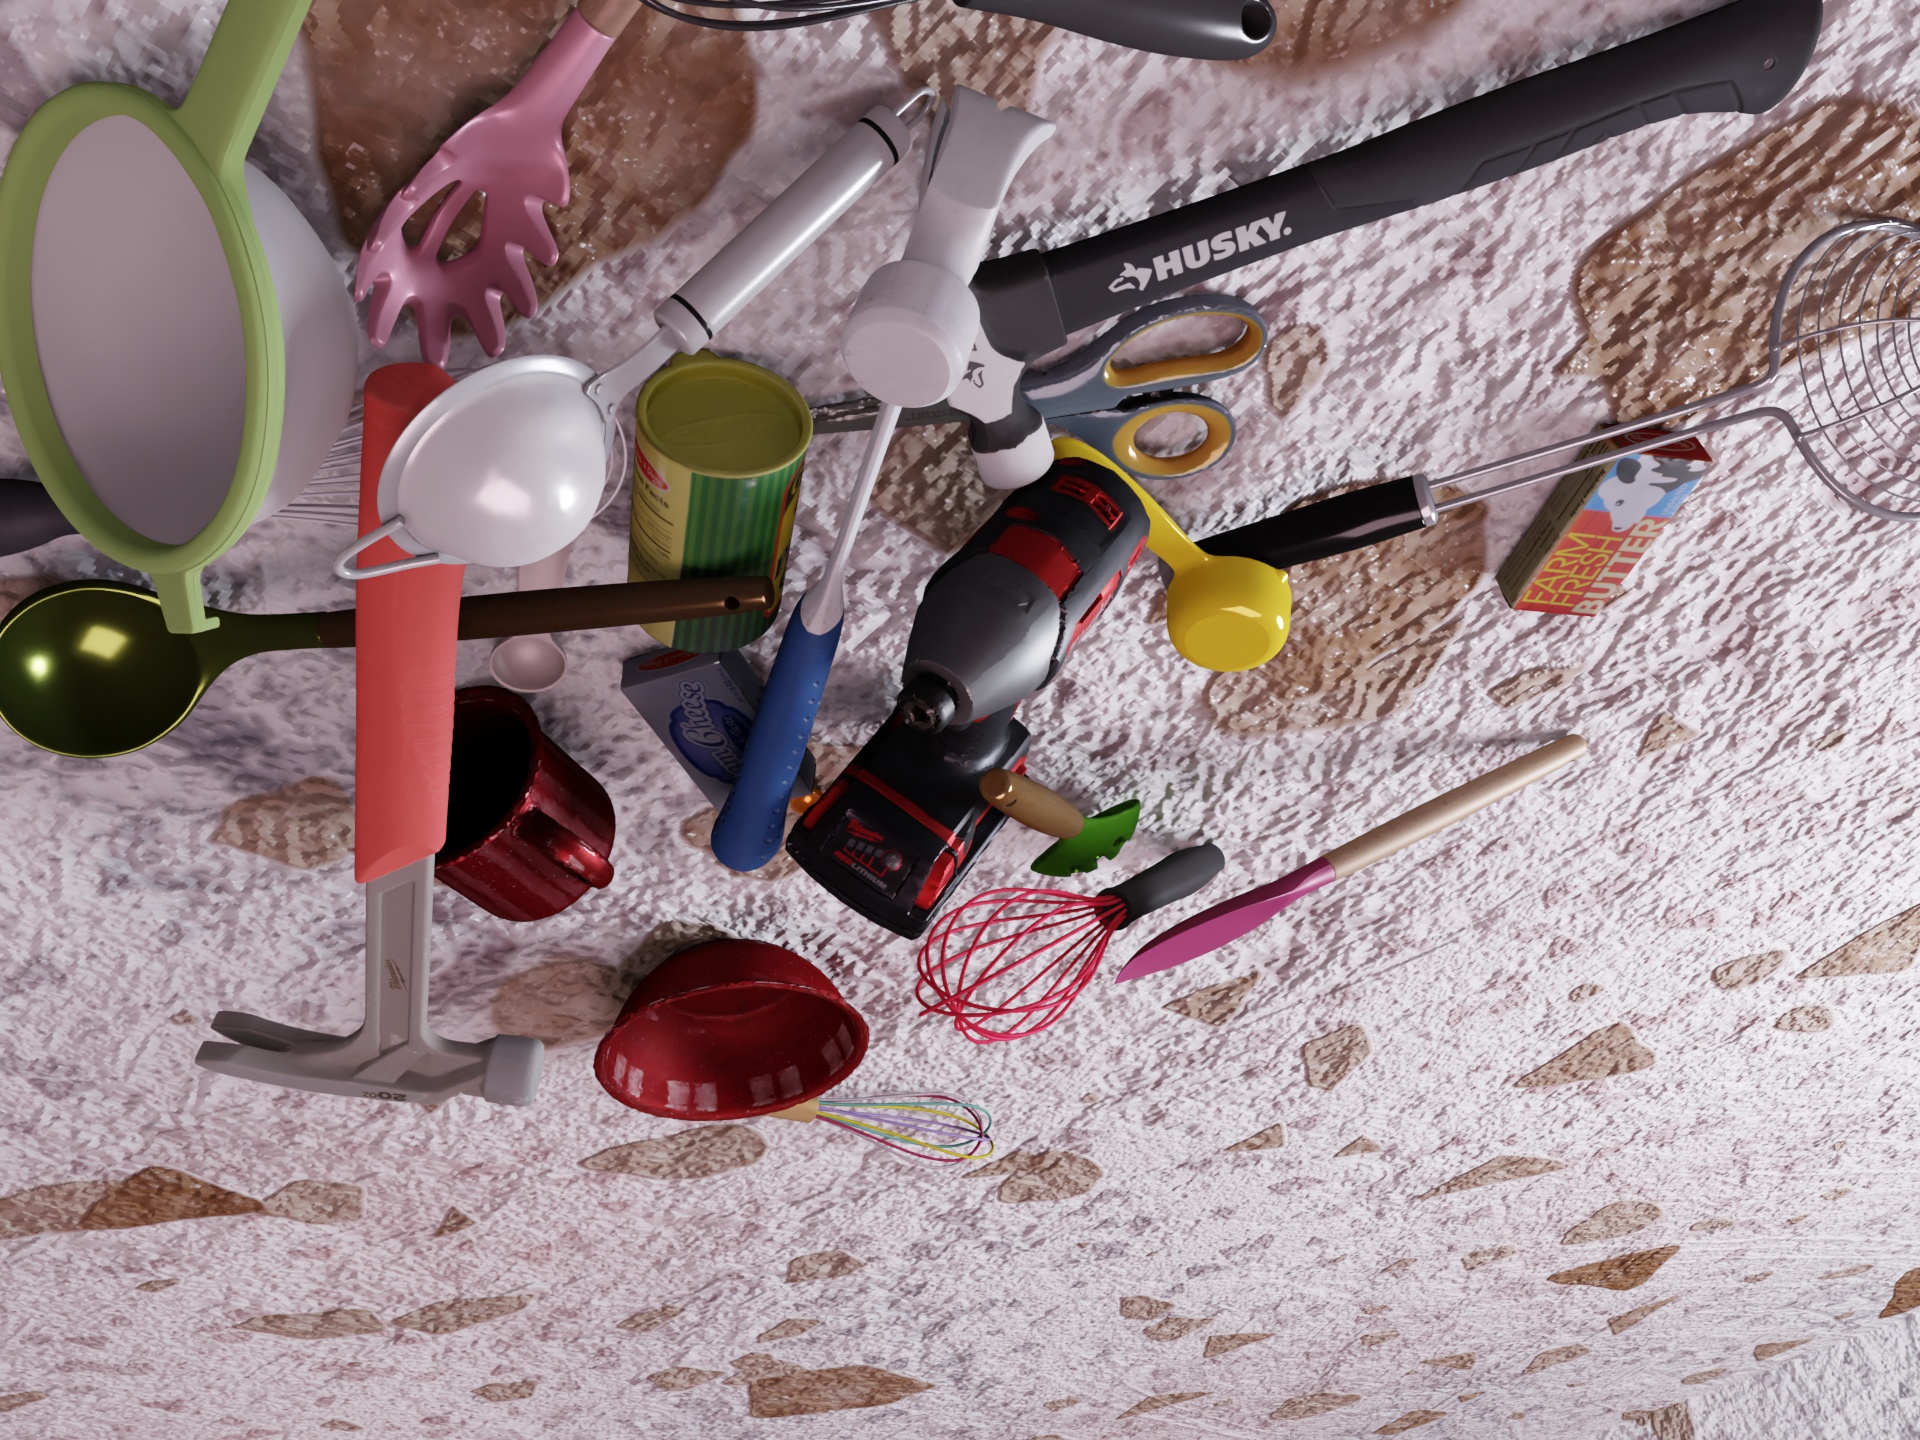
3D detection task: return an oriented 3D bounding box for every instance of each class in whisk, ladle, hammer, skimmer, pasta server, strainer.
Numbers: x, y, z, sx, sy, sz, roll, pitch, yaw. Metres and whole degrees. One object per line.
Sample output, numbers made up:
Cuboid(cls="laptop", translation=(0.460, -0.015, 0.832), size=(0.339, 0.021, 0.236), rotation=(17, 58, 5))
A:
Cuboid(cls="whisk", translation=(0.069, 0.102, 0.823), size=(0.073, 0.073, 0.295), rotation=(-42, 165, 31))
Cuboid(cls="whisk", translation=(-0.267, -0.088, 0.602), size=(0.284, 0.070, 0.070), rotation=(-7, 141, 2))
Cuboid(cls="ladle", translation=(-0.230, -0.031, 0.627), size=(0.320, 0.062, 0.078), rotation=(-4, 126, 11))
Cuboid(cls="hammer", translation=(-0.048, -0.054, 0.609), size=(0.035, 0.144, 0.405), rotation=(21, 145, -5))
Cuboid(cls="hammer", translation=(0.144, -0.199, 0.578), size=(0.335, 0.035, 0.146), rotation=(-19, 133, 5))
Cuboid(cls="skimmer", translation=(0.269, -0.113, 0.702), size=(0.363, 0.127, 0.090), rotation=(-15, 179, 22))
Cuboid(cls="pasta server", translation=(-0.094, -0.231, 0.486), size=(0.060, 0.040, 0.316), rotation=(16, 133, -44))
Cuboid(cls="hammer", translation=(-0.231, 0.026, 0.629), size=(0.149, 0.037, 0.358), rotation=(10, 127, -8))
Cuboid(cls="whisk", translation=(-0.081, 0.269, 1.088), size=(0.244, 0.047, 0.051), rotation=(17, 134, -26))
Cuboid(cls="whisk", translation=(0.003, -0.227, 0.486), size=(0.239, 0.055, 0.055), rotation=(-5, 142, -30))
Cuboid(cls="strainer", translation=(-0.097, -0.125, 0.527), size=(0.258, 0.050, 0.086), rotation=(-46, 159, -9))
Cuboid(cls="strainer", translation=(-0.217, -0.160, 0.496), size=(0.256, 0.151, 0.069), rotation=(-48, 165, 31))

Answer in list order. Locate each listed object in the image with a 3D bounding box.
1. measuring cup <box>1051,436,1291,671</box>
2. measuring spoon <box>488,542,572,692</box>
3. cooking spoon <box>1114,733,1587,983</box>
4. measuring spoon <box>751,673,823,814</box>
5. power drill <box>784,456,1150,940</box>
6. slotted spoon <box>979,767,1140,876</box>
Cuboid(cls="measuring cup", translation=(0.089, -0.069, 0.694), size=(0.062, 0.029, 0.156), rotation=(-23, 135, 36))
Cuboid(cls="measuring spoon", translation=(-0.182, -0.063, 0.688), size=(0.034, 0.018, 0.124), rotation=(6, 131, -18))
Cuboid(cls="cooking spoon", translation=(0.218, 0.070, 0.860), size=(0.319, 0.017, 0.068), rotation=(-22, 157, -20))
Cuboid(cls="measuring spoon", translation=(-0.092, 0.010, 0.800), size=(0.021, 0.011, 0.116), rotation=(-11, 138, 11))
Cuboid(cls="power drill", translation=(-0.001, -0.002, 0.687), size=(0.078, 0.143, 0.219), rotation=(35, 143, 6))
Cuboid(cls="slotted spoon", translation=(0.045, 0.048, 0.747), size=(0.070, 0.031, 0.313), rotation=(-32, 166, 6))
